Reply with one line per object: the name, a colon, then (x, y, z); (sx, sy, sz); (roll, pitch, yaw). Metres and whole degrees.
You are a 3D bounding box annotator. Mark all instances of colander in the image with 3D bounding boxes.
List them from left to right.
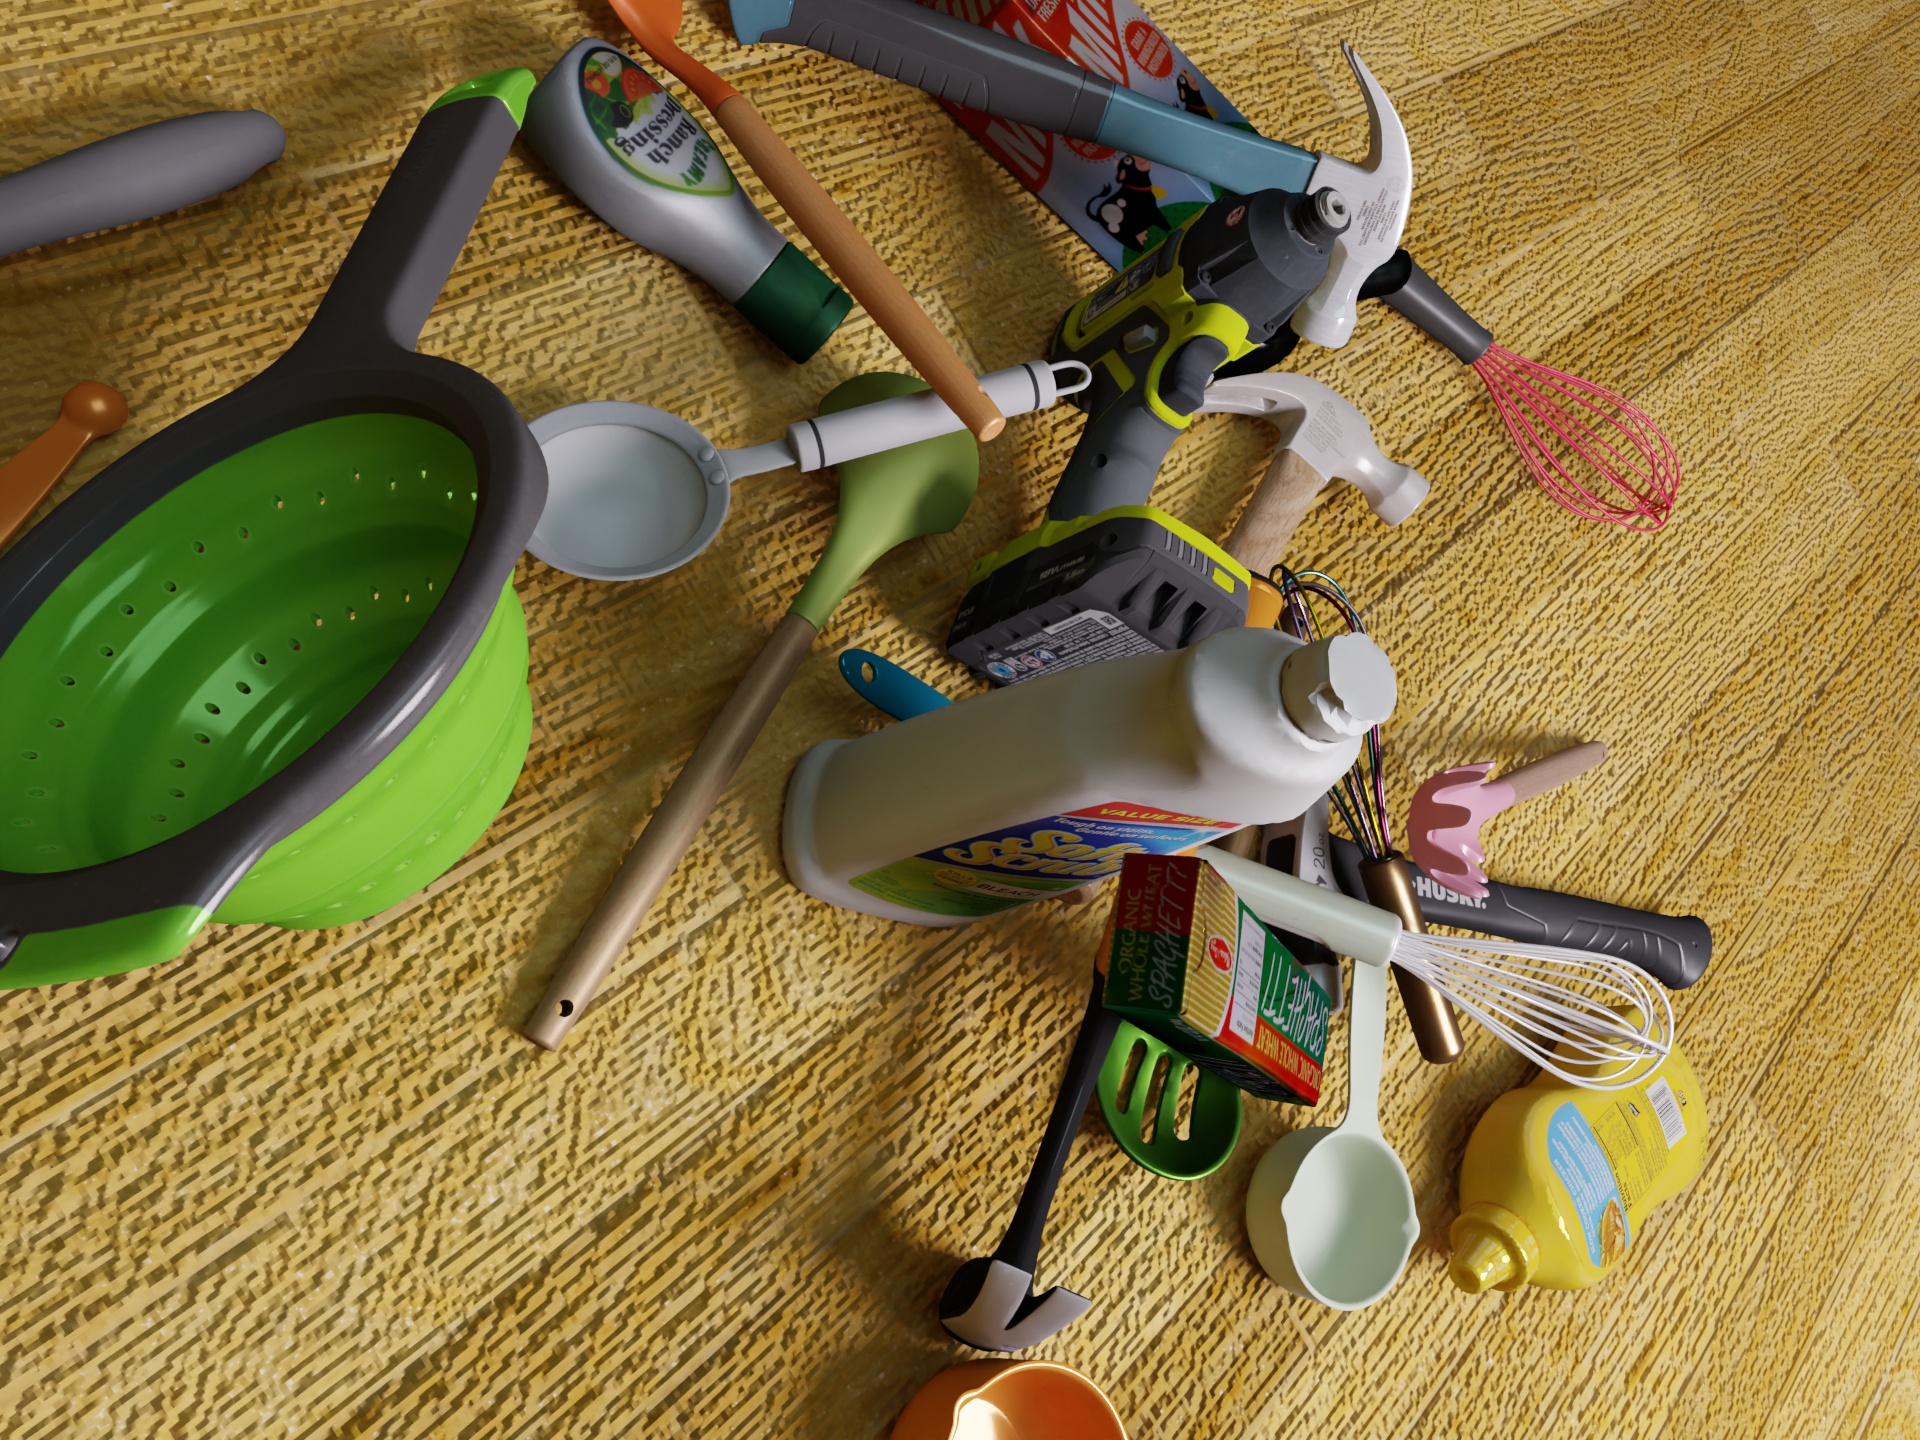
colander: (-0.187, -0.071, 0.518); (0.094, 0.204, 0.397); (61, 28, -46)

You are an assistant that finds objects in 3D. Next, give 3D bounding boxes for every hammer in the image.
hammer: (0.052, -0.281, 0.727); (0.331, 0.128, 0.033); (16, 30, -8)
hammer: (0.070, 0.075, 0.624); (0.034, 0.127, 0.337); (23, 64, 1)
hammer: (0.118, -0.050, 0.762); (0.130, 0.031, 0.331); (39, 59, -8)
hammer: (0.288, 0.095, 0.839); (0.334, 0.035, 0.146); (13, 69, -31)

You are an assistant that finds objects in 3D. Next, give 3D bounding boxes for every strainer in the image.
strainer: (-0.067, -0.101, 0.610); (0.258, 0.050, 0.087); (-17, 63, -14)

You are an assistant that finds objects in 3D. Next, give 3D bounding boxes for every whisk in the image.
whisk: (-0.313, -0.153, 0.494); (0.239, 0.055, 0.055); (-41, 100, -40)
whisk: (0.187, 0.043, 0.737); (0.051, 0.047, 0.245); (-23, 96, -35)
whisk: (0.195, 0.101, 0.698); (0.246, 0.058, 0.059); (20, 94, 2)
whisk: (0.325, -0.210, 0.954); (0.295, 0.073, 0.073); (36, 58, -14)

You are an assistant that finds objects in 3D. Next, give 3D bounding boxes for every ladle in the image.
ladle: (-0.080, -0.014, 0.621); (0.078, 0.062, 0.320); (38, 64, -19)

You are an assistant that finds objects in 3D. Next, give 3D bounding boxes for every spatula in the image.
spatula: (-0.074, -0.237, 0.640); (0.323, 0.041, 0.081); (53, 21, 17)

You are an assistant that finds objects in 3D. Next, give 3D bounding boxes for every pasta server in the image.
pasta server: (0.290, 0.035, 0.808); (0.316, 0.040, 0.060); (-10, 102, -54)

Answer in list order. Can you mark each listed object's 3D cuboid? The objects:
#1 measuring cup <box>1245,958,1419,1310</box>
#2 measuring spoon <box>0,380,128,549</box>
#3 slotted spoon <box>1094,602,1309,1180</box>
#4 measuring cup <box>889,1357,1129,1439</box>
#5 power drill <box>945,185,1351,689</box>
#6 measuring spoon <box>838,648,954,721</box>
measuring cup: (0.168, 0.175, 0.716); (0.083, 0.038, 0.168); (18, 71, -28)
measuring spoon: (-0.300, -0.066, 0.490); (0.021, 0.011, 0.117); (28, 58, -2)
slotted spoon: (0.125, 0.066, 0.739); (0.070, 0.031, 0.314); (26, 58, -6)
measuring cup: (-0.010, 0.302, 0.553); (0.095, 0.052, 0.174); (52, 55, -10)
power drill: (0.084, -0.121, 0.685); (0.080, 0.171, 0.223); (30, 63, -23)
measuring spoon: (-0.001, -0.002, 0.653); (0.128, 0.021, 0.042); (30, 61, -45)
